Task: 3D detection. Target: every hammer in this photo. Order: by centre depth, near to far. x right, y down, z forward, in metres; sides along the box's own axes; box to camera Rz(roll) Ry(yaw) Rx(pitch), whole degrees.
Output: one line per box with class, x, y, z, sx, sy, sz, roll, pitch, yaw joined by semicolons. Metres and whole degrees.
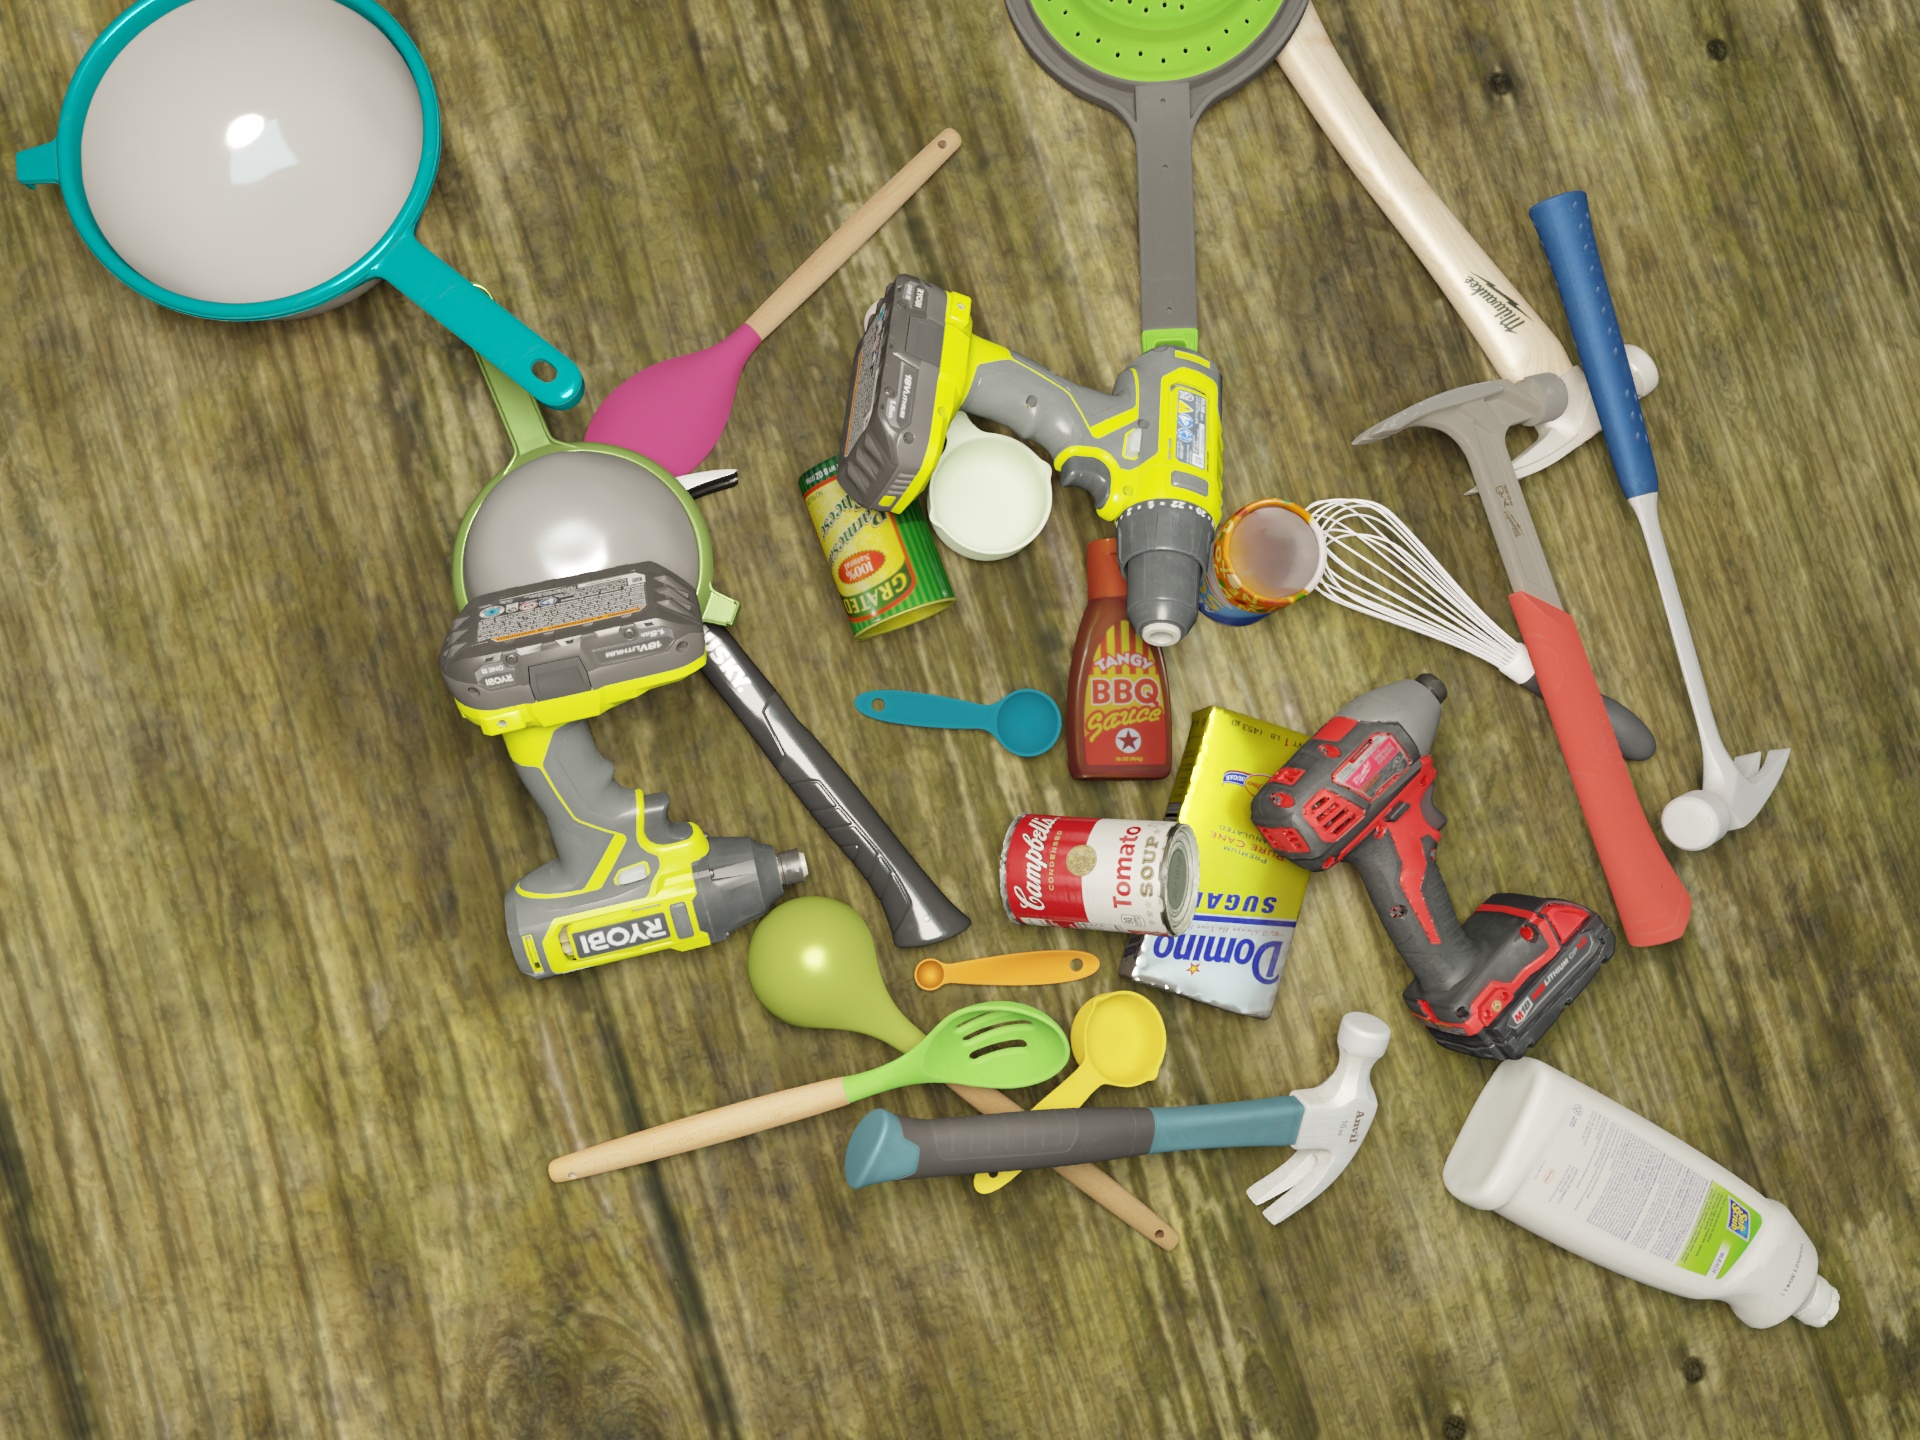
hammer;0.095;0.235;0.912;0.331;0.033;0.128;2;109;-23
hammer;-0.108;0.001;0.961;0.146;0.035;0.335;-39;91;-8
hammer;0.362;-0.033;0.977;0.149;0.037;0.359;-18;88;-22
hammer;0.432;-0.130;0.997;0.144;0.035;0.405;-15;89;-44
hammer;0.282;-0.344;1.045;0.146;0.038;0.410;-36;89;-8

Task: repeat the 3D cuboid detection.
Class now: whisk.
whisk;0.332;-0.055;1.015;0.284;0.070;0.070;32;81;-8

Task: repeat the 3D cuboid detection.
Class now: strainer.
strainer;-0.239;-0.142;0.907;0.151;0.069;0.256;-23;86;-7
strainer;-0.345;-0.277;0.917;0.340;0.095;0.211;38;83;3

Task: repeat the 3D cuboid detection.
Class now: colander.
colander;0.126;-0.412;0.987;0.204;0.094;0.397;-2;89;5

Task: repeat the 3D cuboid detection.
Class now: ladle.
ladle;0.006;0.219;0.958;0.320;0.062;0.078;39;87;-9

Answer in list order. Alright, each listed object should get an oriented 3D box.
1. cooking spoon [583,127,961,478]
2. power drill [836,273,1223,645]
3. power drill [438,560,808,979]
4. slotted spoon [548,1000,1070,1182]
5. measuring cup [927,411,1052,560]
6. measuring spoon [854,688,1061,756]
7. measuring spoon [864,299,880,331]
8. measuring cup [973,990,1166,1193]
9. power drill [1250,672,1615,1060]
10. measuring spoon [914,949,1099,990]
cooking spoon;-0.112;-0.261;0.993;0.069;0.017;0.319;44;81;-2
power drill;0.050;-0.153;0.930;0.228;0.080;0.191;15;63;-18
power drill;-0.184;0.033;0.883;0.171;0.080;0.223;-13;122;-7
slotted spoon;-0.090;0.217;0.913;0.314;0.031;0.070;-17;124;6
measuring cup;-0.004;-0.176;0.992;0.083;0.038;0.167;-25;84;-11
measuring spoon;-0.002;-0.003;0.988;0.128;0.021;0.042;7;84;2
measuring spoon;-0.001;-0.236;1.005;0.124;0.018;0.034;19;82;-6
measuring cup;0.059;0.223;0.947;0.156;0.029;0.062;-40;97;-23
power drill;0.286;0.084;0.959;0.143;0.078;0.219;-43;102;-15
measuring spoon;0.029;0.152;0.978;0.117;0.011;0.021;-2;93;-11
